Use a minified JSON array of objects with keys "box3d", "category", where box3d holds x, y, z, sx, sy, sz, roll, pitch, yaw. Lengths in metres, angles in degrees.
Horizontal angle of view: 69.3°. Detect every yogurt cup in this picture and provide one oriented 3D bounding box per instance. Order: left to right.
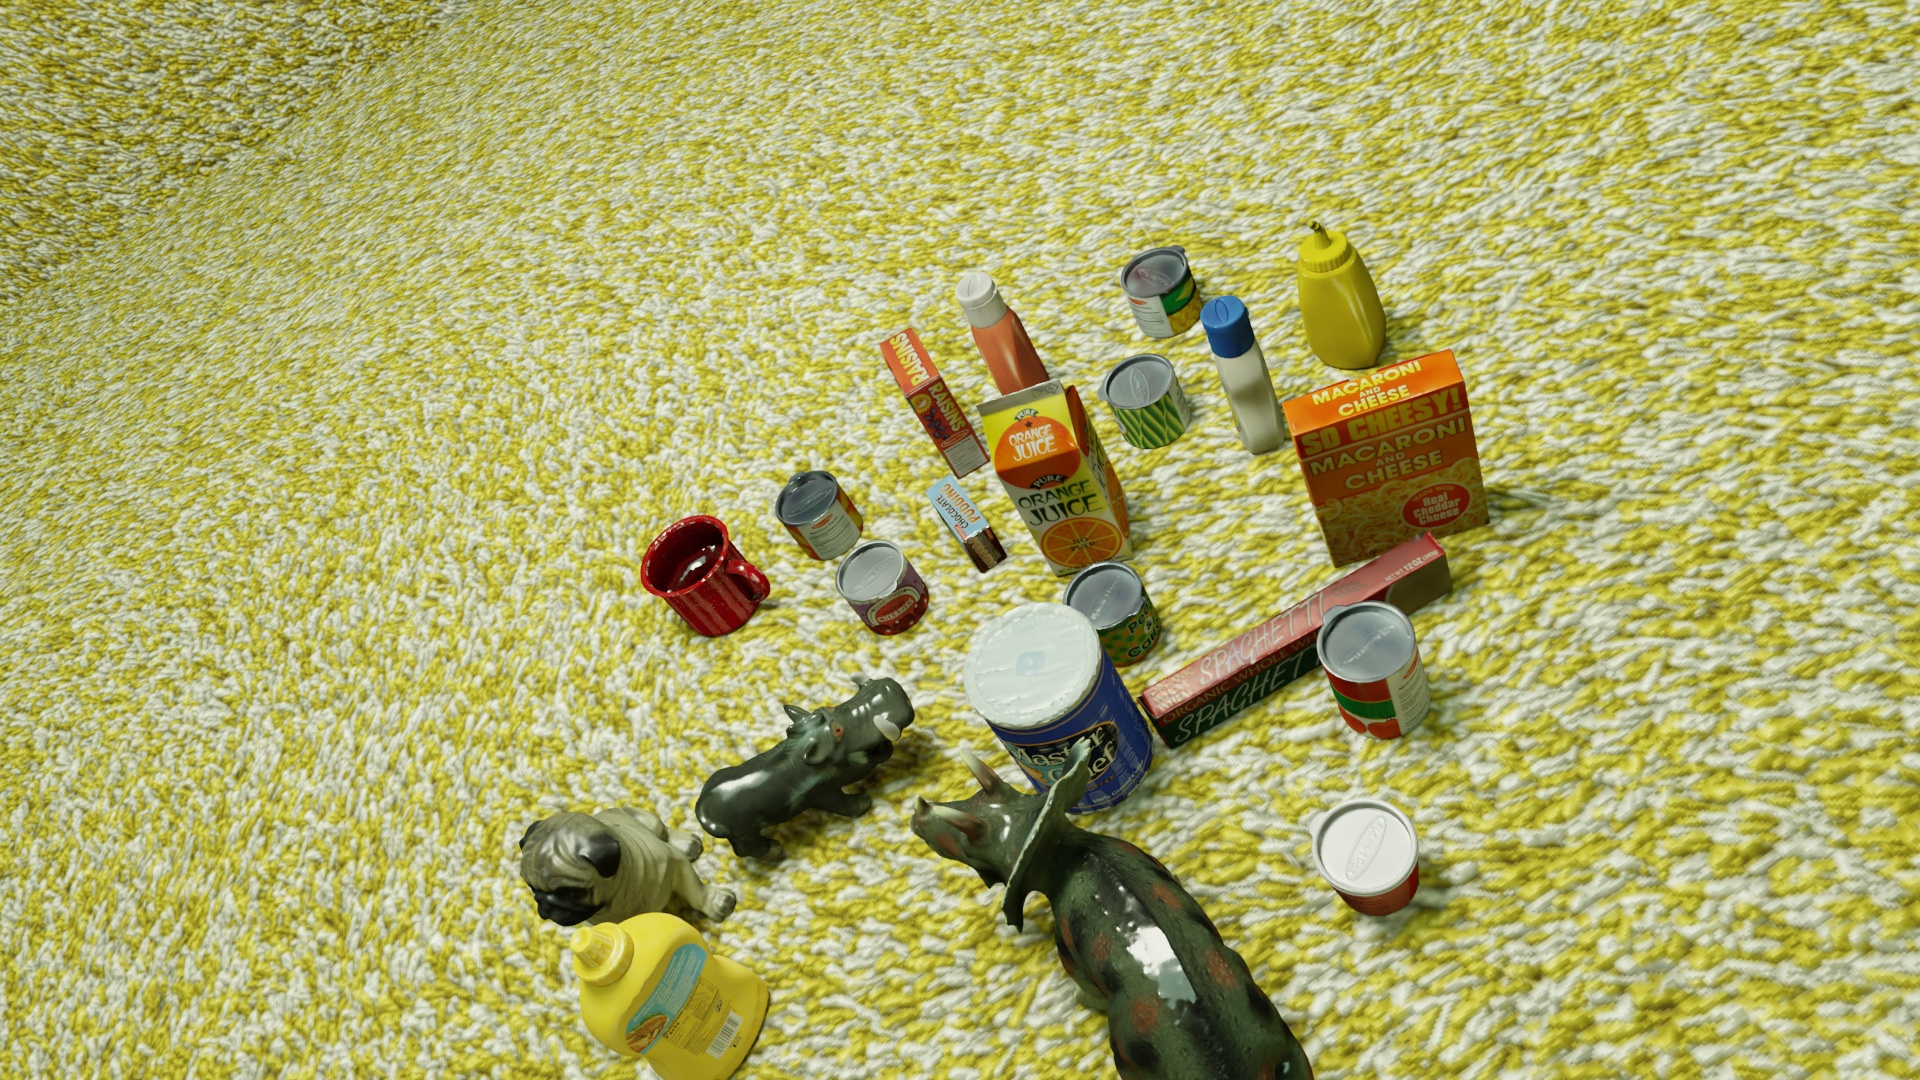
[{"box3d":[0.270,0.212,0.915,0.072,0.053,0.073,-14,48,17],"category":"yogurt cup"}]

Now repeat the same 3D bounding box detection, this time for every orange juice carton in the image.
[{"box3d":[0.079,-0.059,1.141,0.072,0.192,0.073,-15,48,17],"category":"orange juice carton"}]

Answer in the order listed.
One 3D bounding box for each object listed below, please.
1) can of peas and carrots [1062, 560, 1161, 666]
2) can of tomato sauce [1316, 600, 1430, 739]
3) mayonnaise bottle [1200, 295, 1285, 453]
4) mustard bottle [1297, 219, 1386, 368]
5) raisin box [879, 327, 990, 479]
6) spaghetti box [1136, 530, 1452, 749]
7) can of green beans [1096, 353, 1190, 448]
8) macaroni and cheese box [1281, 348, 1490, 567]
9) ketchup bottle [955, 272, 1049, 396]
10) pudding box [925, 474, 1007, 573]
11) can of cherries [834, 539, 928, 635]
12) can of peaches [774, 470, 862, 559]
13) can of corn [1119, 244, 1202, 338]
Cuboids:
[{"box3d":[0.124,0.060,1.113,0.071,0.058,0.071,-14,48,17],"category":"can of peas and carrots"},{"box3d":[0.292,0.092,0.983,0.071,0.082,0.071,-14,48,17],"category":"can of tomato sauce"},{"box3d":[0.235,-0.140,1.159,0.041,0.147,0.065,-19,47,13],"category":"mayonnaise bottle"},{"box3d":[0.316,-0.212,1.168,0.065,0.159,0.049,9,58,33],"category":"mustard bottle"},{"box3d":[-0.025,-0.128,1.300,0.040,0.123,0.086,-29,46,3],"category":"raisin box"},{"box3d":[0.251,0.076,1.040,0.250,0.050,0.029,-30,46,2],"category":"spaghetti box"},{"box3d":[0.167,-0.124,1.244,0.071,0.057,0.071,-14,48,17],"category":"can of green beans"},{"box3d":[0.318,-0.057,1.035,0.123,0.165,0.040,-18,48,14],"category":"macaroni and cheese box"},{"box3d":[0.040,-0.186,1.296,0.043,0.148,0.065,-8,51,22],"category":"ketchup bottle"},{"box3d":[0.004,-0.016,1.243,0.030,0.049,0.084,-34,46,-2],"category":"pudding box"},{"box3d":[-0.068,0.044,1.225,0.071,0.058,0.072,-14,48,17],"category":"can of cherries"},{"box3d":[-0.134,-0.025,1.316,0.071,0.058,0.071,-14,48,17],"category":"can of peaches"},{"box3d":[0.194,-0.237,1.323,0.071,0.058,0.071,-14,48,17],"category":"can of corn"}]
